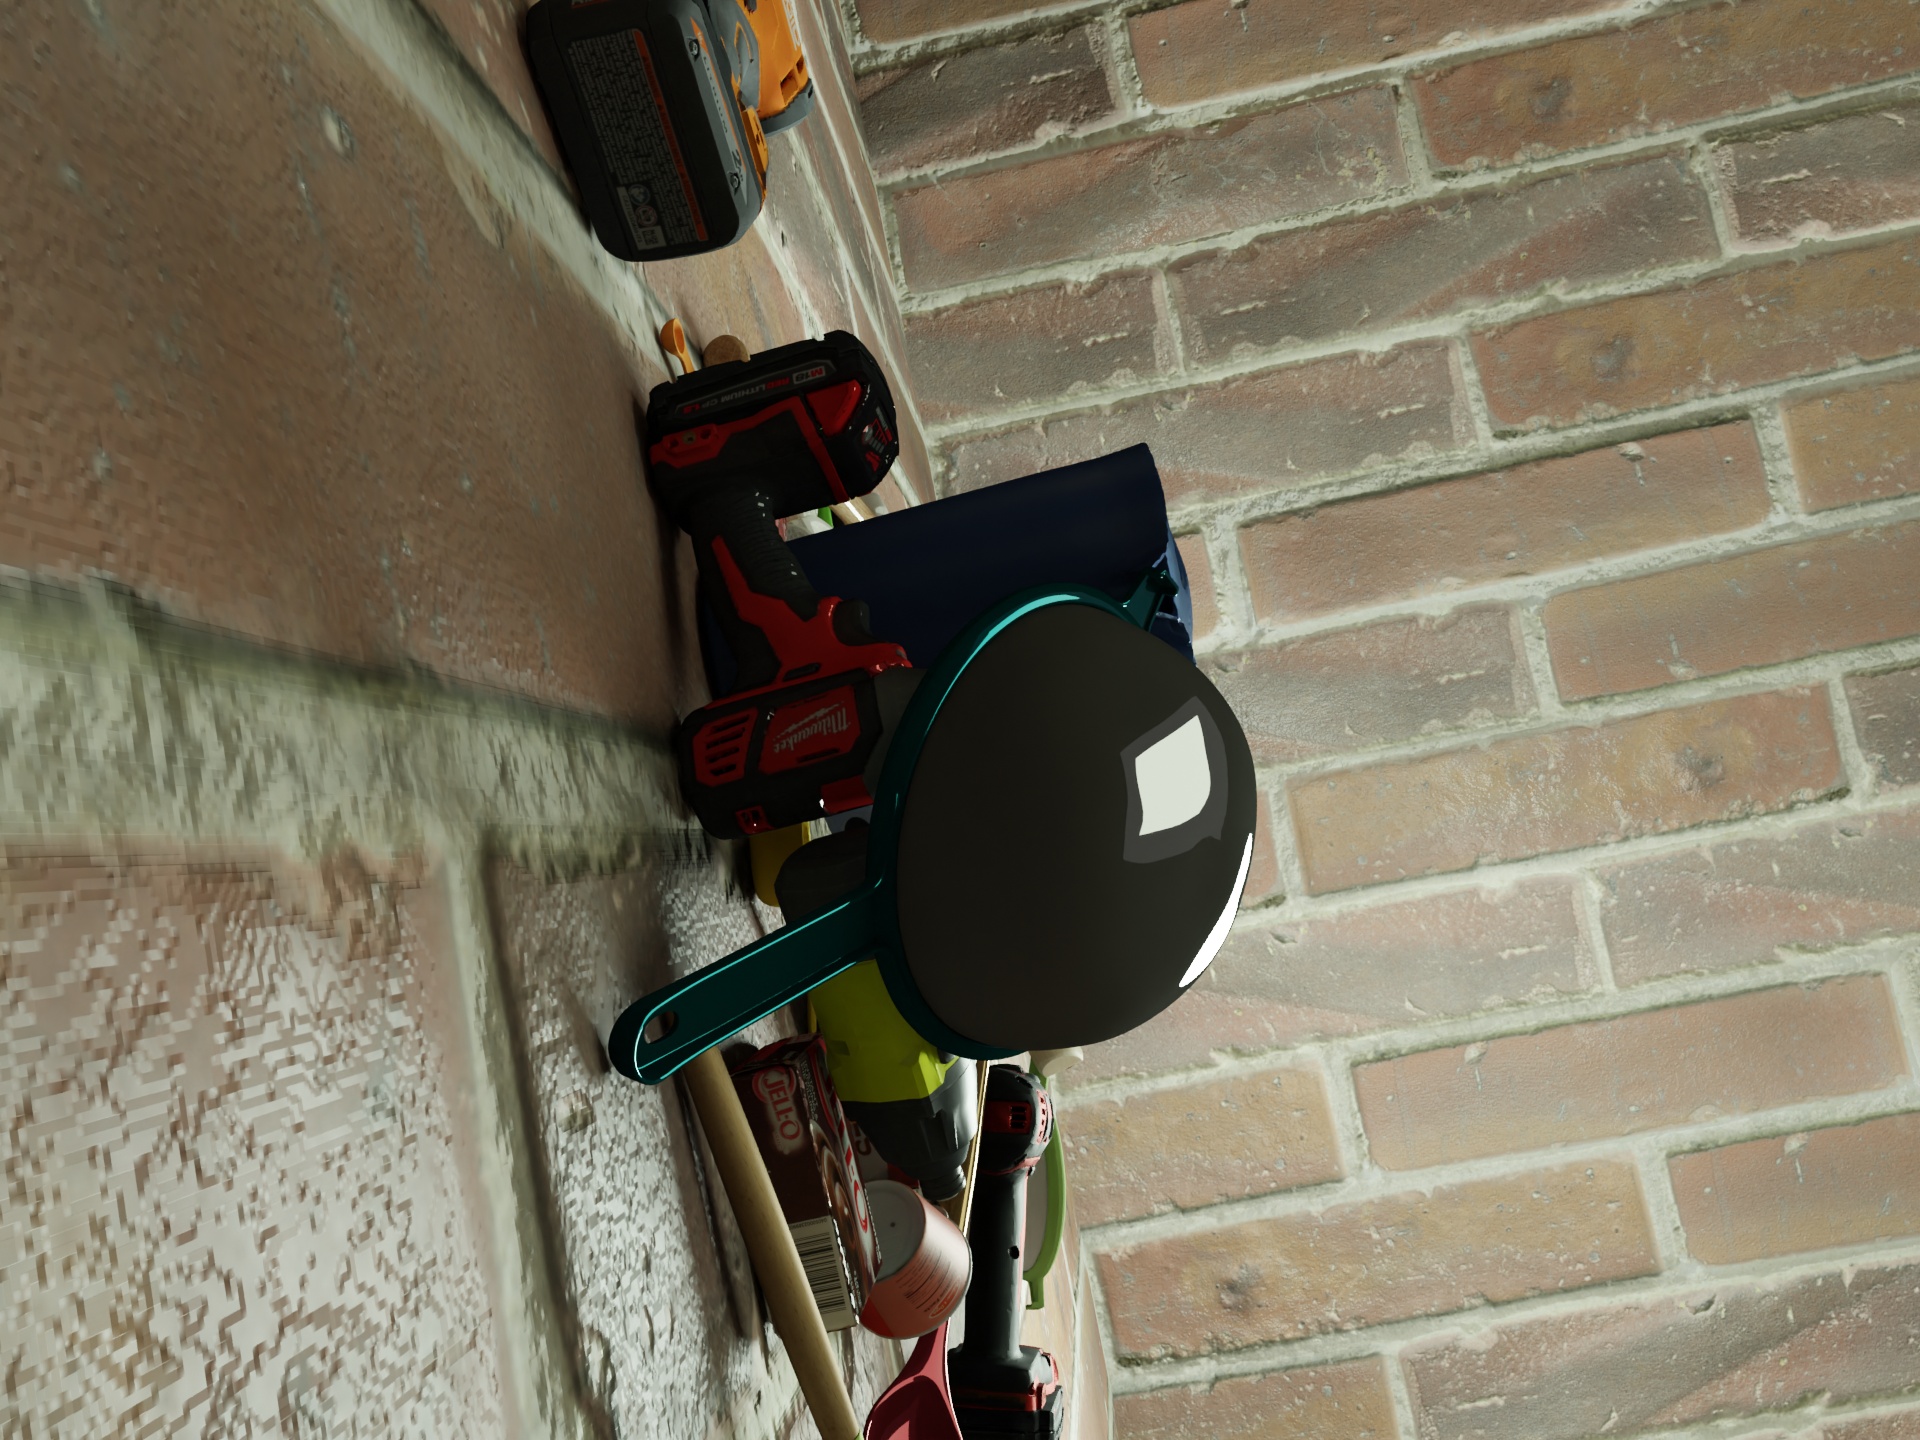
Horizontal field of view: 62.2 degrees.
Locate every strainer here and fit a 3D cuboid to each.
[{"bbox_3d":[0.028,0.295,1.173,0.152,0.069,0.256,-127,-139,-63],"label":"strainer"},{"bbox_3d":[0.023,0.069,0.622,0.340,0.095,0.211,-23,117,-46],"label":"strainer"}]

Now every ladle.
[{"bbox_3d":[-0.007,0.285,0.863,0.069,0.031,0.316,35,41,-22],"label":"ladle"},{"bbox_3d":[-0.066,0.258,0.619,0.078,0.062,0.320,-66,138,-80],"label":"ladle"}]

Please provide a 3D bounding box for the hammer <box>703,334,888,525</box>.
[{"bbox_3d":[-0.090,-0.160,1.077,0.130,0.031,0.331,60,6,24],"label":"hammer"}]

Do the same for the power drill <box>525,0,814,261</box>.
[{"bbox_3d":[-0.133,-0.338,0.769,0.227,0.084,0.164,-82,162,-49],"label":"power drill"}]

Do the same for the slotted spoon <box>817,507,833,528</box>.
[{"bbox_3d":[-0.104,-0.127,1.191,0.314,0.031,0.070,-94,172,-47],"label":"slotted spoon"}]

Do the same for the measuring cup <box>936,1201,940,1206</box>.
[{"bbox_3d":[-0.023,0.297,1.133,0.083,0.038,0.167,-99,-168,-52],"label":"measuring cup"}]

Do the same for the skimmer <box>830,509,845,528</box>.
[{"bbox_3d":[-0.050,-0.083,1.354,0.127,0.090,0.364,-46,-129,55],"label":"skimmer"}]

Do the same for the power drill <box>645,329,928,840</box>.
[{"bbox_3d":[-0.066,-0.062,0.731,0.078,0.143,0.220,63,14,-65],"label":"power drill"}]

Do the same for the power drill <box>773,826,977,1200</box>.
[{"bbox_3d":[0.003,0.107,0.772,0.223,0.080,0.171,-39,117,-58],"label":"power drill"}]

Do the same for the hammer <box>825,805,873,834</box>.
[{"bbox_3d":[-0.021,0.143,1.101,0.143,0.038,0.385,63,0,30],"label":"hammer"}]

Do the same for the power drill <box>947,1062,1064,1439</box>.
[{"bbox_3d":[0.027,0.334,1.011,0.187,0.080,0.227,64,27,-74],"label":"power drill"}]

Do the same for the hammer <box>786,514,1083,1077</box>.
[{"bbox_3d":[-0.021,0.052,1.069,0.410,0.038,0.146,63,6,-8],"label":"hammer"}]

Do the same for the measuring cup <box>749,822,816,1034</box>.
[{"bbox_3d":[-0.089,0.110,0.813,0.062,0.029,0.156,-99,-172,-64],"label":"measuring cup"}]

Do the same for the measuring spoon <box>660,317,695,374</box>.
[{"bbox_3d":[-0.145,-0.167,0.866,0.116,0.011,0.021,79,8,-47],"label":"measuring spoon"}]
